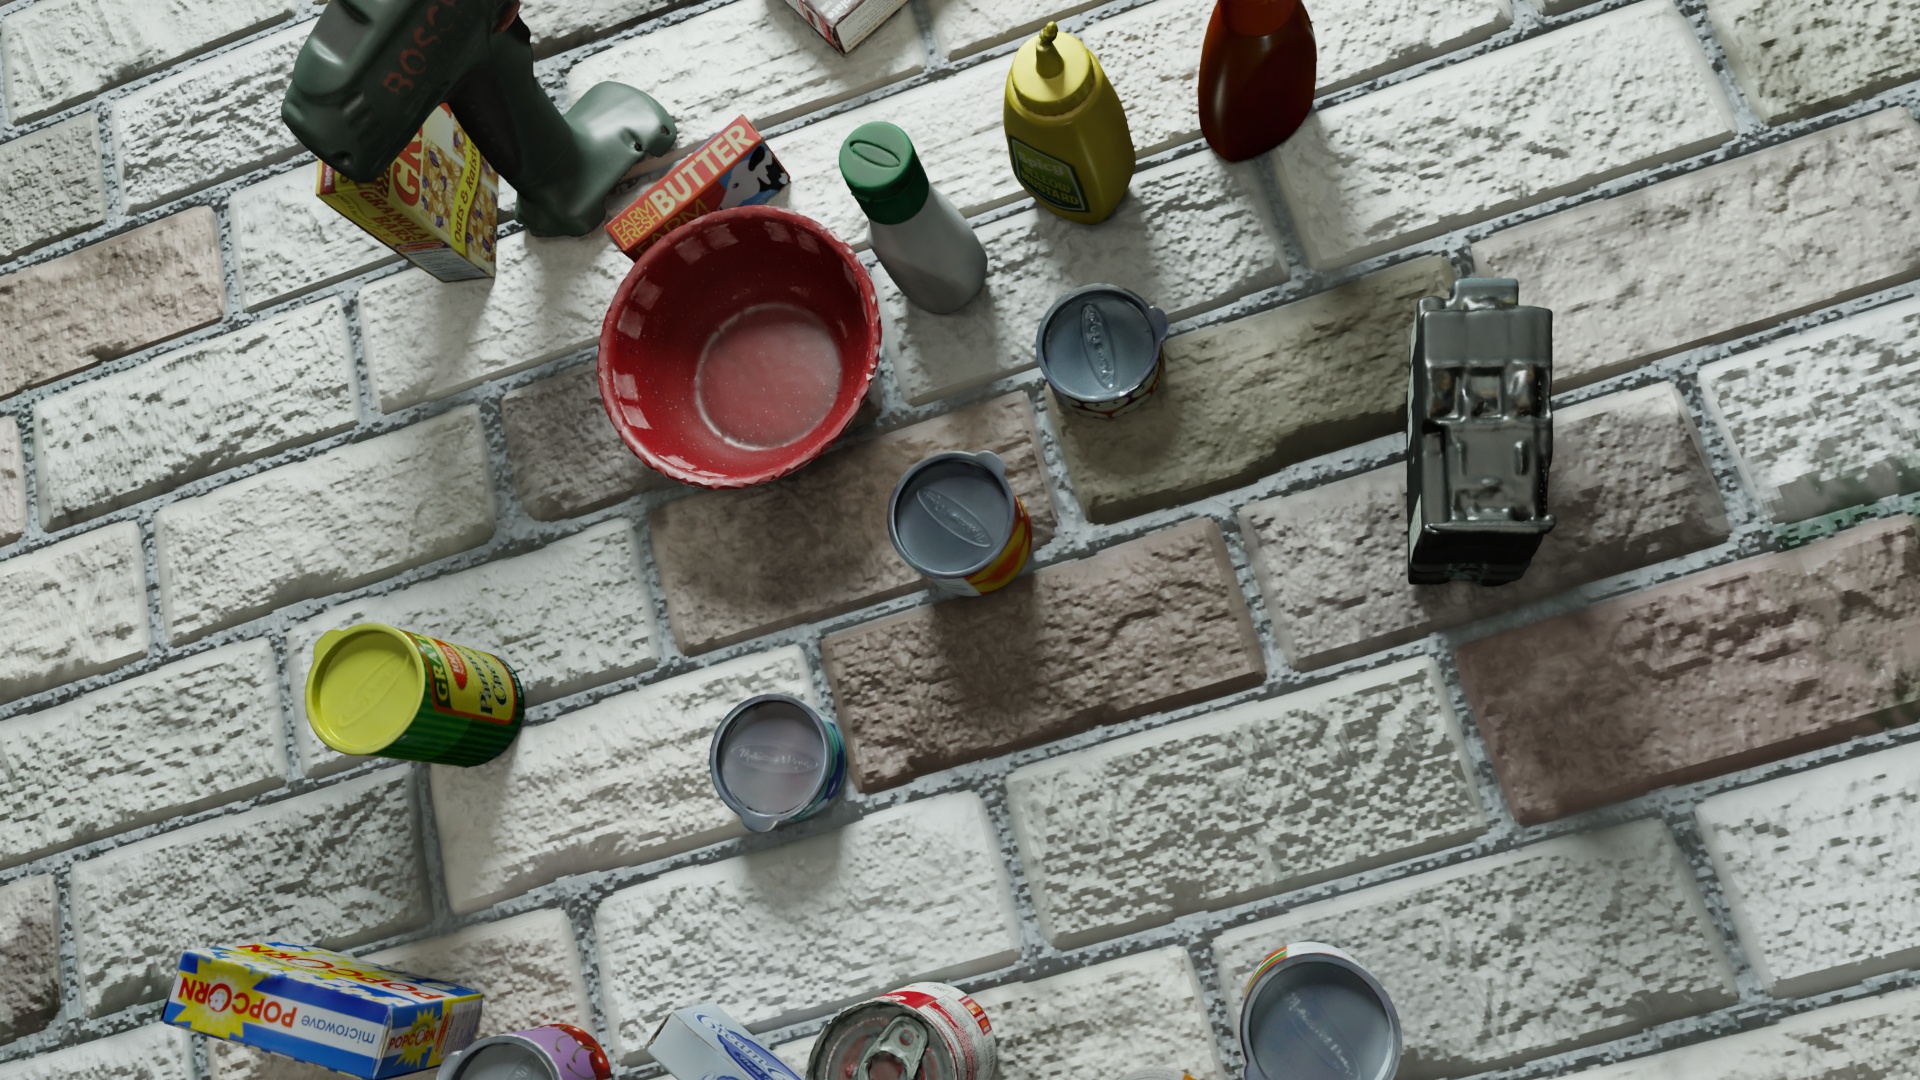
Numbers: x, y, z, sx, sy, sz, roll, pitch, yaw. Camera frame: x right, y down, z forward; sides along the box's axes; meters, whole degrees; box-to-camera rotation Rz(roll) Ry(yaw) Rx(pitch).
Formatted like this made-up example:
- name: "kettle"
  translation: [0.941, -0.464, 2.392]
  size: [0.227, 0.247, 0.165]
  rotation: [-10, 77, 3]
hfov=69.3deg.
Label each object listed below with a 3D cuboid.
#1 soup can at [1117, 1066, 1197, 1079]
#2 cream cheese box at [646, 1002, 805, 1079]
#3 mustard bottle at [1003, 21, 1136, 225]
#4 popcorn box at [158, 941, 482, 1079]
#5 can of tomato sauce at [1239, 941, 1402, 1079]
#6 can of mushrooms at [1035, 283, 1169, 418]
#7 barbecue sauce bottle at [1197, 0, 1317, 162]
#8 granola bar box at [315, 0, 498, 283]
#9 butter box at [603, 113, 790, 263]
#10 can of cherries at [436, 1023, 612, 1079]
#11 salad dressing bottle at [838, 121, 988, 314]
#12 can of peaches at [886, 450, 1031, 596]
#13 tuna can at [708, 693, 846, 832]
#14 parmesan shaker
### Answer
- name: "soup can"
  translation: [0.089, 0.280, 0.625]
  size: [0.071, 0.083, 0.071]
  rotation: [-3, 77, 11]
- name: "cream cheese box"
  translation: [-0.101, 0.270, 0.683]
  size: [0.104, 0.053, 0.024]
  rotation: [33, 86, 17]
- name: "mustard bottle"
  translation: [0.051, -0.216, 0.708]
  size: [0.065, 0.160, 0.049]
  rotation: [29, 85, 16]
- name: "popcorn box"
  translation: [-0.328, 0.242, 0.720]
  size: [0.127, 0.085, 0.038]
  rotation: [9, 80, 14]
- name: "can of tomato sauce"
  translation: [0.159, 0.219, 0.625]
  size: [0.071, 0.083, 0.071]
  rotation: [-3, 77, 11]
- name: "can of mushrooms"
  translation: [0.077, -0.101, 0.742]
  size: [0.071, 0.033, 0.071]
  rotation: [-3, 77, 11]
- name: "barbecue sauce bottle"
  translation: [0.150, -0.250, 0.701]
  size: [0.065, 0.148, 0.044]
  rotation: [-36, 73, 3]
- name: "granola bar box"
  translation: [-0.319, -0.251, 0.813]
  size: [0.039, 0.124, 0.166]
  rotation: [-6, 76, 11]
- name: "butter box"
  translation: [-0.150, -0.195, 0.801]
  size: [0.103, 0.053, 0.024]
  rotation: [-39, 73, 1]
- name: "can of cherries"
  translation: [-0.220, 0.279, 0.703]
  size: [0.071, 0.058, 0.071]
  rotation: [-3, 77, 11]
- name: "salad dressing bottle"
  translation: [-0.025, -0.164, 0.718]
  size: [0.064, 0.147, 0.044]
  rotation: [27, 85, 16]
- name: "can of peaches"
  translation: [0.003, -0.009, 0.723]
  size: [0.071, 0.058, 0.071]
  rotation: [-3, 77, 11]
- name: "tuna can"
  translation: [-0.095, 0.117, 0.728]
  size: [0.071, 0.033, 0.071]
  rotation: [-3, 77, 11]
- name: "parmesan shaker"
  translation: [-0.288, 0.082, 0.740]
  size: [0.071, 0.103, 0.071]
  rotation: [-3, 77, 11]
